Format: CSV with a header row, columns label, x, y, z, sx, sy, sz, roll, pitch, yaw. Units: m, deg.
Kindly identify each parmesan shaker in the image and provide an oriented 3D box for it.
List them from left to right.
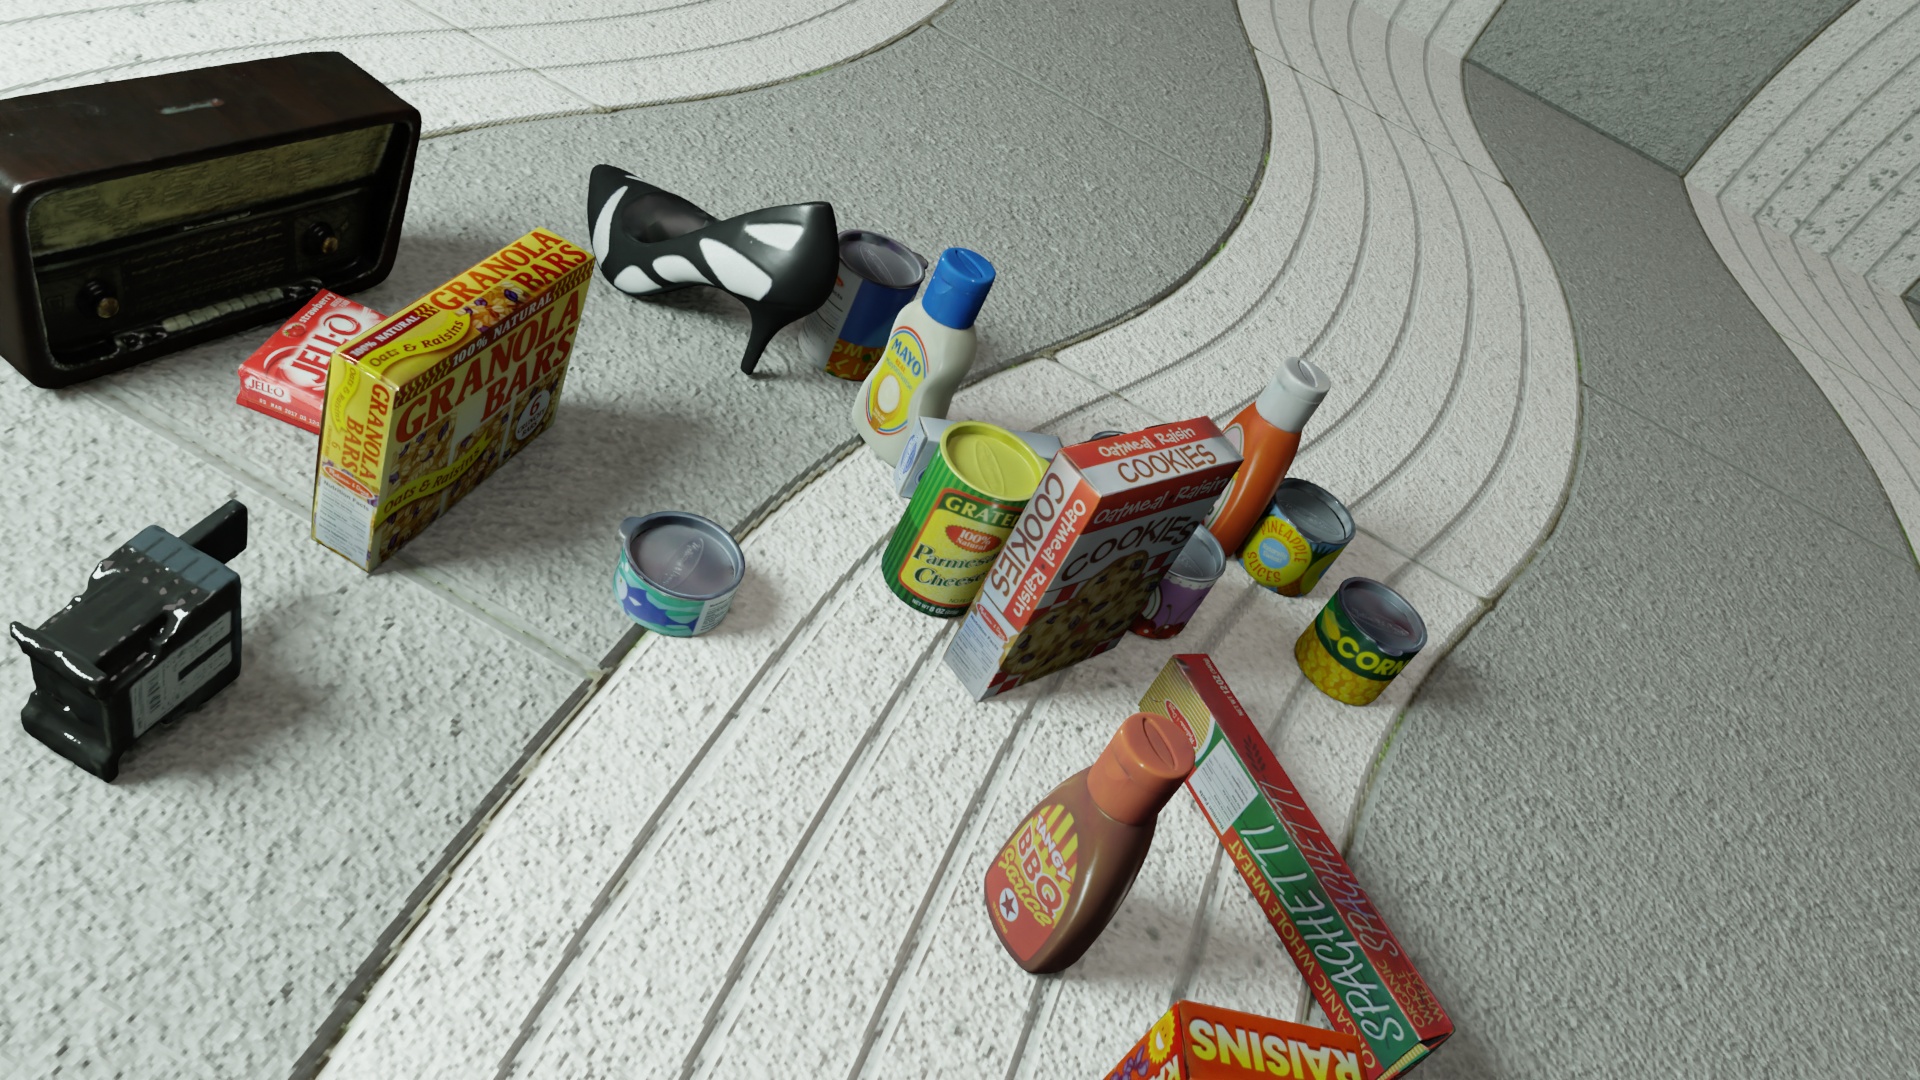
label,x,y,z,sx,sy,sz,roll,pitch,yaw
parmesan shaker,0.003,-0.010,0.822,0.071,0.102,0.072,17,39,-14

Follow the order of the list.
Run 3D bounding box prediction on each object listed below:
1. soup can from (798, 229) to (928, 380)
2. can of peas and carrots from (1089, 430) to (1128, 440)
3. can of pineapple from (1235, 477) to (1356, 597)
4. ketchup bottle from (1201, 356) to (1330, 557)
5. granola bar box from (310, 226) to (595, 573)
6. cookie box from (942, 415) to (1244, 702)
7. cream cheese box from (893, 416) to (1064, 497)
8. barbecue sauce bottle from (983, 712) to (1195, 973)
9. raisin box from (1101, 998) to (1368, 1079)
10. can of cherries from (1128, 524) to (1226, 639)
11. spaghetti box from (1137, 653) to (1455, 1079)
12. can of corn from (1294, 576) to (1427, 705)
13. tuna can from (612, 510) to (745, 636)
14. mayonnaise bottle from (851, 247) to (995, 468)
label,x,y,z,sx,sy,sz,roll,pitch,yaw
soup can,-0.067,-0.163,0.968,0.071,0.083,0.072,17,39,-14
can of peas and carrots,0.106,-0.032,0.944,0.071,0.058,0.071,17,39,-14
can of pineapple,0.236,-0.001,0.987,0.071,0.057,0.071,17,39,-14
ketchup bottle,0.202,-0.059,0.958,0.043,0.148,0.065,9,42,-23
granola bar box,-0.262,-0.077,0.722,0.039,0.123,0.166,30,38,2
cookie box,0.073,0.009,0.789,0.123,0.166,0.040,-15,55,-41
cream cheese box,0.012,-0.049,0.911,0.104,0.053,0.024,6,43,-25
barbecue sauce bottle,0.060,0.139,0.650,0.044,0.147,0.065,0,46,-31
raisin box,0.101,0.244,0.577,0.086,0.122,0.040,17,39,-14
can of cherries,0.127,0.022,0.895,0.071,0.058,0.072,17,39,-14
spaghetti box,0.176,0.172,0.761,0.029,0.050,0.251,-3,47,-33
can of corn,0.266,0.069,0.925,0.071,0.058,0.071,17,39,-14
tuna can,-0.155,0.017,0.753,0.071,0.032,0.071,17,39,-14
mayonnaise bottle,-0.022,-0.118,0.893,0.041,0.147,0.065,-14,54,-41
